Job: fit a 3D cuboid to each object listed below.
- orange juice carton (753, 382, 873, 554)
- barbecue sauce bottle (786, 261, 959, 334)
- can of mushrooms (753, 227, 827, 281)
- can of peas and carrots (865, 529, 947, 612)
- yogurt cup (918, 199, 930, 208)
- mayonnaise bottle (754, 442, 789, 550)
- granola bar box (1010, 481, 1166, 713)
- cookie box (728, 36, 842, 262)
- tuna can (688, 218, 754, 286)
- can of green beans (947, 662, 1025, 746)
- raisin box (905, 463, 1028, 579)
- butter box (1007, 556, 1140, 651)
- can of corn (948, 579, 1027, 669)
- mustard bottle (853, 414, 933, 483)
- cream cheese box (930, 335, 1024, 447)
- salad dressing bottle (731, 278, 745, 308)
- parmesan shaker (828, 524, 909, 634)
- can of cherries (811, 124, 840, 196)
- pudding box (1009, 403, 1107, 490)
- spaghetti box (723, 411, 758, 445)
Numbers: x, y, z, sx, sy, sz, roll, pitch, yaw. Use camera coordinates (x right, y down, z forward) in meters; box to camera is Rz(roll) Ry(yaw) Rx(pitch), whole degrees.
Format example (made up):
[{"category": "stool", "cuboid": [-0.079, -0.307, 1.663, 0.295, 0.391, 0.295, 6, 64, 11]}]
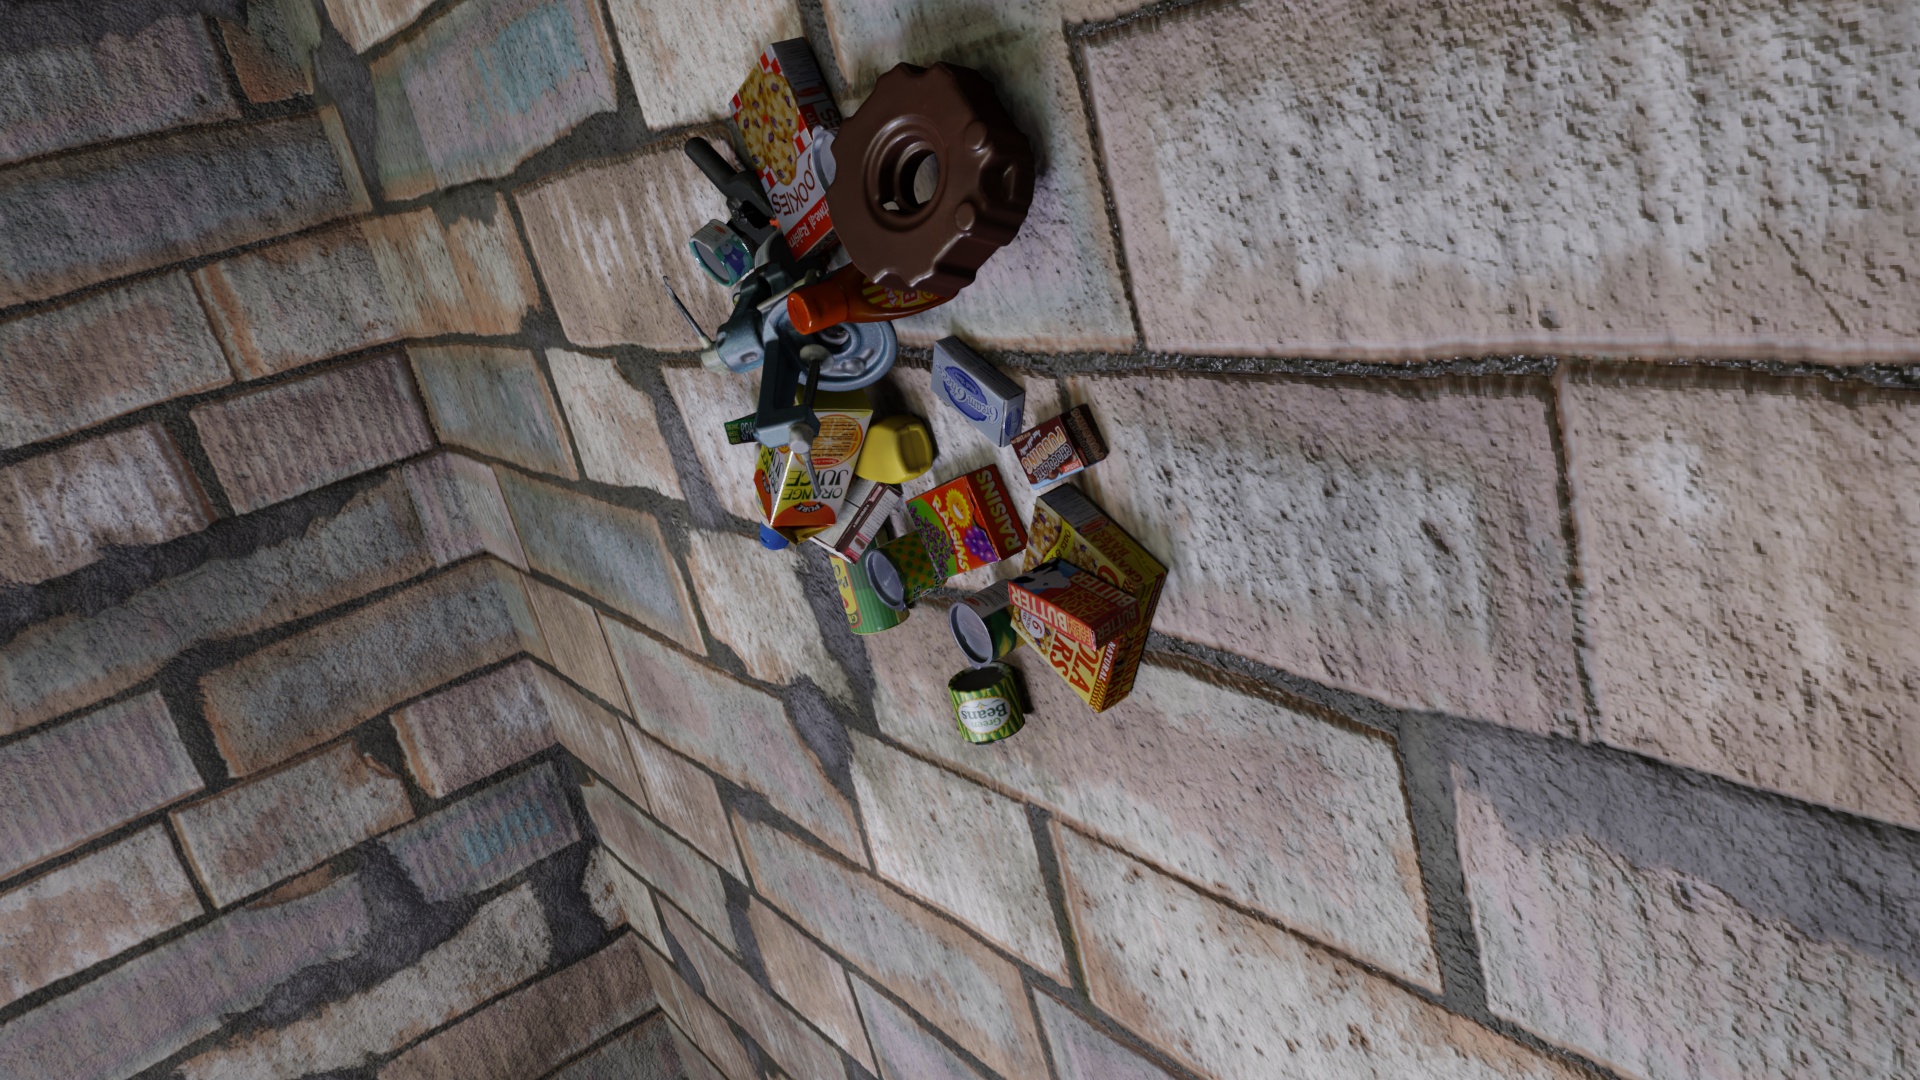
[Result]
[{"category": "orange juice carton", "cuboid": [-0.152, -0.077, 1.369, 0.072, 0.073, 0.191, 64, 145, 39]}, {"category": "barbecue sauce bottle", "cuboid": [-0.074, -0.212, 1.166, 0.043, 0.149, 0.064, 2, 113, 58]}, {"category": "can of mushrooms", "cuboid": [-0.163, -0.269, 1.355, 0.033, 0.071, 0.071, -27, 89, 59]}, {"category": "can of peas and carrots", "cuboid": [-0.053, 0.031, 1.411, 0.071, 0.059, 0.070, 38, 142, 38]}, {"category": "yogurt cup", "cuboid": [-0.018, -0.245, 1.139, 0.072, 0.072, 0.054, -37, 72, 60]}, {"category": "mayonnaise bottle", "cuboid": [-0.216, -0.050, 1.629, 0.065, 0.041, 0.147, 44, 144, 28]}, {"category": "granola bar box", "cuboid": [0.106, 0.050, 1.188, 0.124, 0.039, 0.164, 45, 145, 31]}, {"category": "cookie box", "cuboid": [-0.147, -0.358, 1.286, 0.122, 0.040, 0.167, -21, 93, 61]}, {"category": "tuna can", "cuboid": [-0.250, -0.299, 1.455, 0.071, 0.033, 0.070, 39, 161, 16]}, {"category": "can of green beans", "cuboid": [0.026, 0.160, 1.374, 0.071, 0.071, 0.057, 12, 122, 55]}, {"category": "raisin box", "cuboid": [0.005, -0.016, 1.301, 0.123, 0.040, 0.086, -19, 94, 60]}, {"category": "butter box", "cuboid": [0.091, 0.049, 1.116, 0.103, 0.053, 0.024, 29, 137, 45]}, {"category": "can of corn", "cuboid": [0.032, 0.079, 1.311, 0.071, 0.058, 0.070, 38, 141, 39]}, {"category": "mustard bottle", "cuboid": [-0.086, -0.092, 1.380, 0.160, 0.049, 0.065, 8, 114, 58]}, {"category": "cream cheese box", "cuboid": [0.013, -0.131, 1.214, 0.104, 0.024, 0.053, 43, 145, 34]}, {"category": "salad dressing bottle", "cuboid": [-0.186, -0.210, 1.456, 0.148, 0.044, 0.064, 56, 150, 15]}, {"category": "parmesan shaker", "cuboid": [-0.099, 0.039, 1.487, 0.071, 0.071, 0.102, 11, 121, 55]}, {"category": "can of cherries", "cuboid": [-0.087, -0.328, 1.192, 0.071, 0.058, 0.071, 39, 143, 39]}, {"category": "pudding box", "cuboid": [0.080, -0.076, 1.142, 0.083, 0.030, 0.049, -21, 95, 61]}, {"category": "spaghetti box", "cuboid": [-0.188, -0.129, 1.516, 0.250, 0.050, 0.028, 2, 112, 58]}]
